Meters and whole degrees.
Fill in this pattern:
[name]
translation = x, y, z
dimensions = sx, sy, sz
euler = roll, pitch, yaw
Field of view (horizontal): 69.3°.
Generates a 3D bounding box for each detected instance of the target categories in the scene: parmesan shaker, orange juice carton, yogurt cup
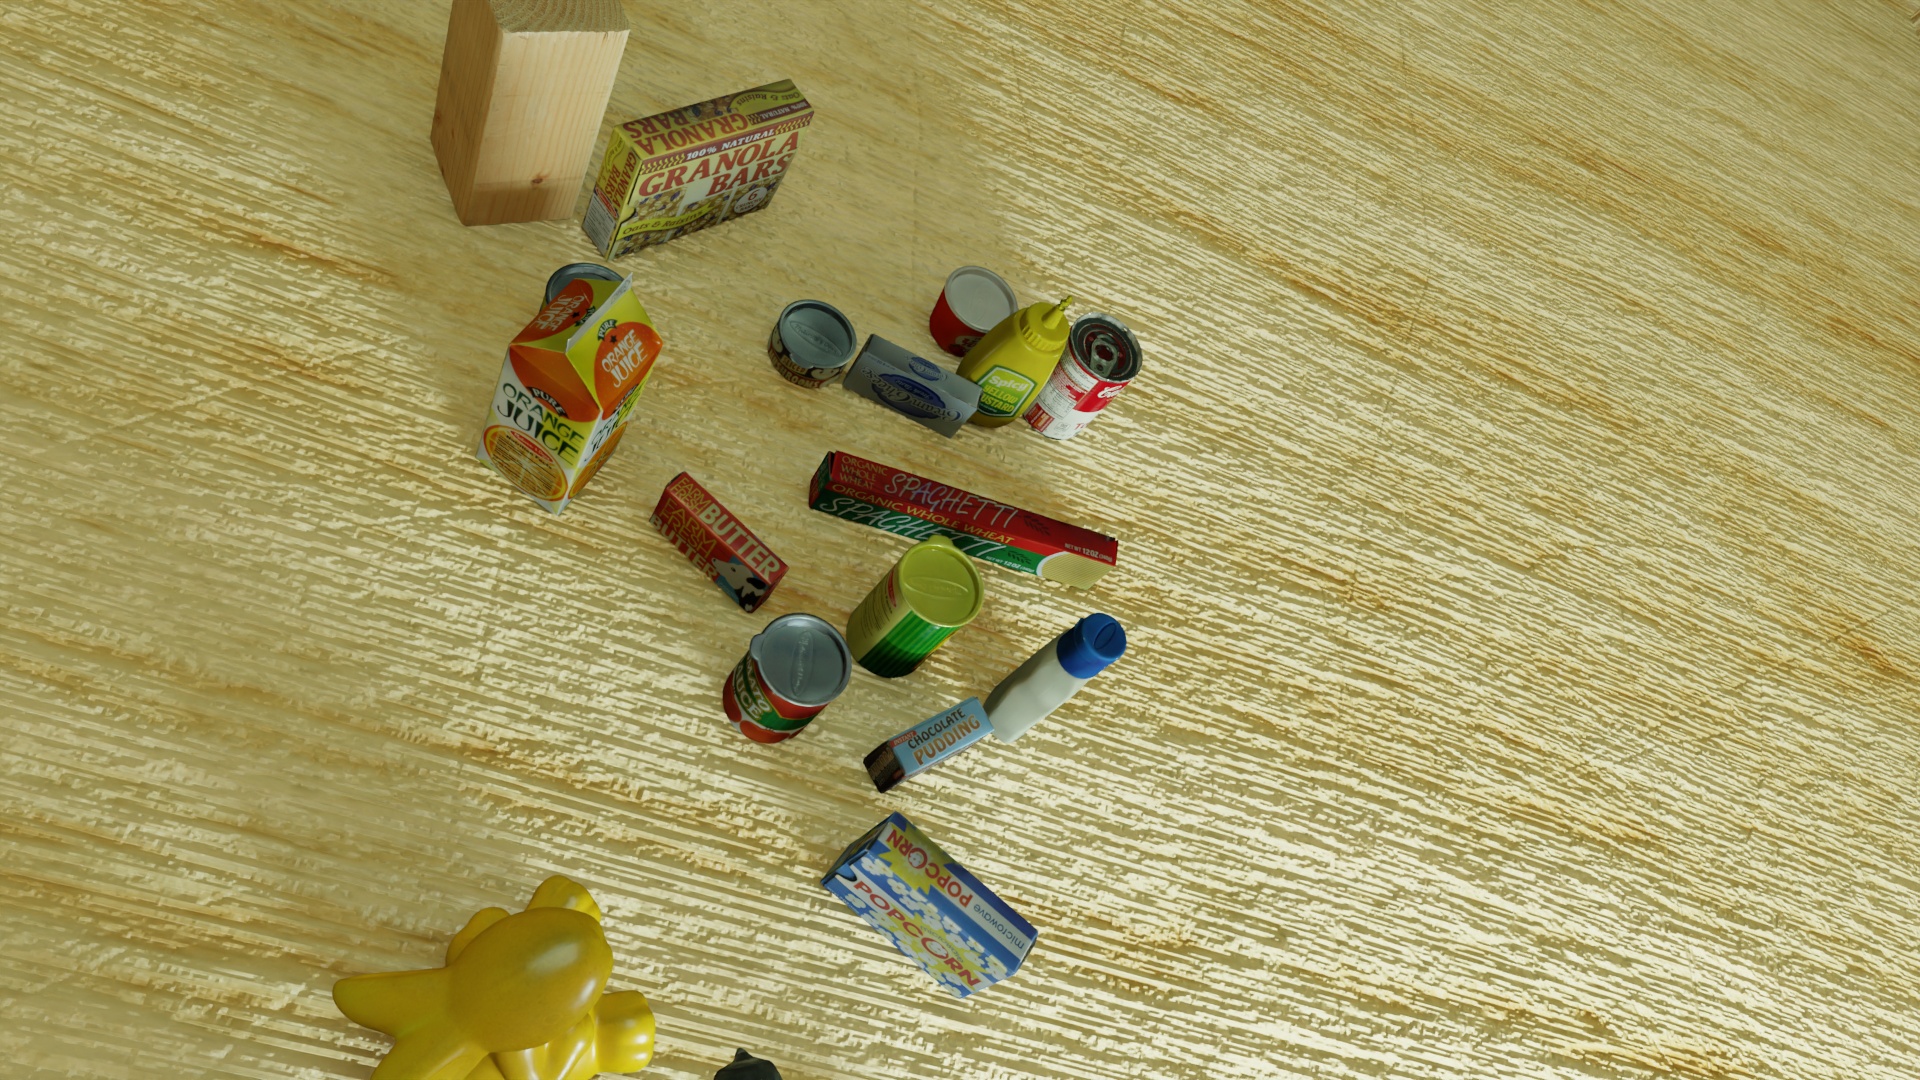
[parmesan shaker]
translation = -0.034, 0.049, 1.007
dimensions = 0.071, 0.102, 0.071
euler = 13, 59, -21
[orange juice carton]
translation = -0.257, -0.101, 0.918
dimensions = 0.073, 0.191, 0.072
euler = 36, 53, -6
[yogurt cup]
translation = 0.008, -0.194, 1.195
dimensions = 0.072, 0.053, 0.073
euler = 13, 59, -21

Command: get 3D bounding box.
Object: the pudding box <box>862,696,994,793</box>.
[pudding box]
translation = -0.022, 0.146, 0.993
dimensions = 0.084, 0.049, 0.030
euler = -22, 76, -35

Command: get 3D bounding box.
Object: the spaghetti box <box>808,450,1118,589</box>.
[spaghetti box]
translation = 0.004, -0.014, 1.095
dimensions = 0.250, 0.050, 0.029
euler = 17, 57, -19

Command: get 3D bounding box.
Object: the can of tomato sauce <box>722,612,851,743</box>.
[can of tomato sauce]
translation = -0.122, 0.096, 0.948
dimensions = 0.071, 0.082, 0.071
euler = 13, 59, -21

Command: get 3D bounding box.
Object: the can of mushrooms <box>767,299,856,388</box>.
[can of mushrooms]
translation = -0.121, -0.157, 1.120
dimensions = 0.071, 0.033, 0.071
euler = 13, 59, -21

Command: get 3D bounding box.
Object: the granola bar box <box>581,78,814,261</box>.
[granola bar box]
translation = -0.206, -0.292, 1.093
dimensions = 0.166, 0.123, 0.039
euler = -30, 80, -36

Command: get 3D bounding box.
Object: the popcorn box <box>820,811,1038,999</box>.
[popcorn box]
translation = -0.021, 0.243, 0.918
dimensions = 0.126, 0.085, 0.038
euler = 41, 53, -2

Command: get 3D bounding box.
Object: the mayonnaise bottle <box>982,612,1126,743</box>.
[mayonnaise bottle]
translation = 0.068, 0.097, 1.006
dimensions = 0.041, 0.147, 0.065
euler = 43, 53, 0

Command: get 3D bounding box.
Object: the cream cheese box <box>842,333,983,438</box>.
[cream cheese box]
translation = -0.039, -0.125, 1.132
dimensions = 0.104, 0.053, 0.024
euler = 25, 55, -14

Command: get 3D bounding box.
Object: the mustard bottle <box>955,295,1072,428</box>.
[mustard bottle]
translation = 0.047, -0.150, 1.124
dimensions = 0.065, 0.159, 0.049
euler = 21, 56, -16

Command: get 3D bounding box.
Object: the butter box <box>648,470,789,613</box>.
[butter box]
translation = -0.174, 0.002, 0.992
dimensions = 0.103, 0.053, 0.024
euler = 43, 53, 0

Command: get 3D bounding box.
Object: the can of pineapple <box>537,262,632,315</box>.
[can of pineapple]
translation = -0.278, -0.160, 1.024
dimensions = 0.071, 0.057, 0.071
euler = 13, 59, -21
